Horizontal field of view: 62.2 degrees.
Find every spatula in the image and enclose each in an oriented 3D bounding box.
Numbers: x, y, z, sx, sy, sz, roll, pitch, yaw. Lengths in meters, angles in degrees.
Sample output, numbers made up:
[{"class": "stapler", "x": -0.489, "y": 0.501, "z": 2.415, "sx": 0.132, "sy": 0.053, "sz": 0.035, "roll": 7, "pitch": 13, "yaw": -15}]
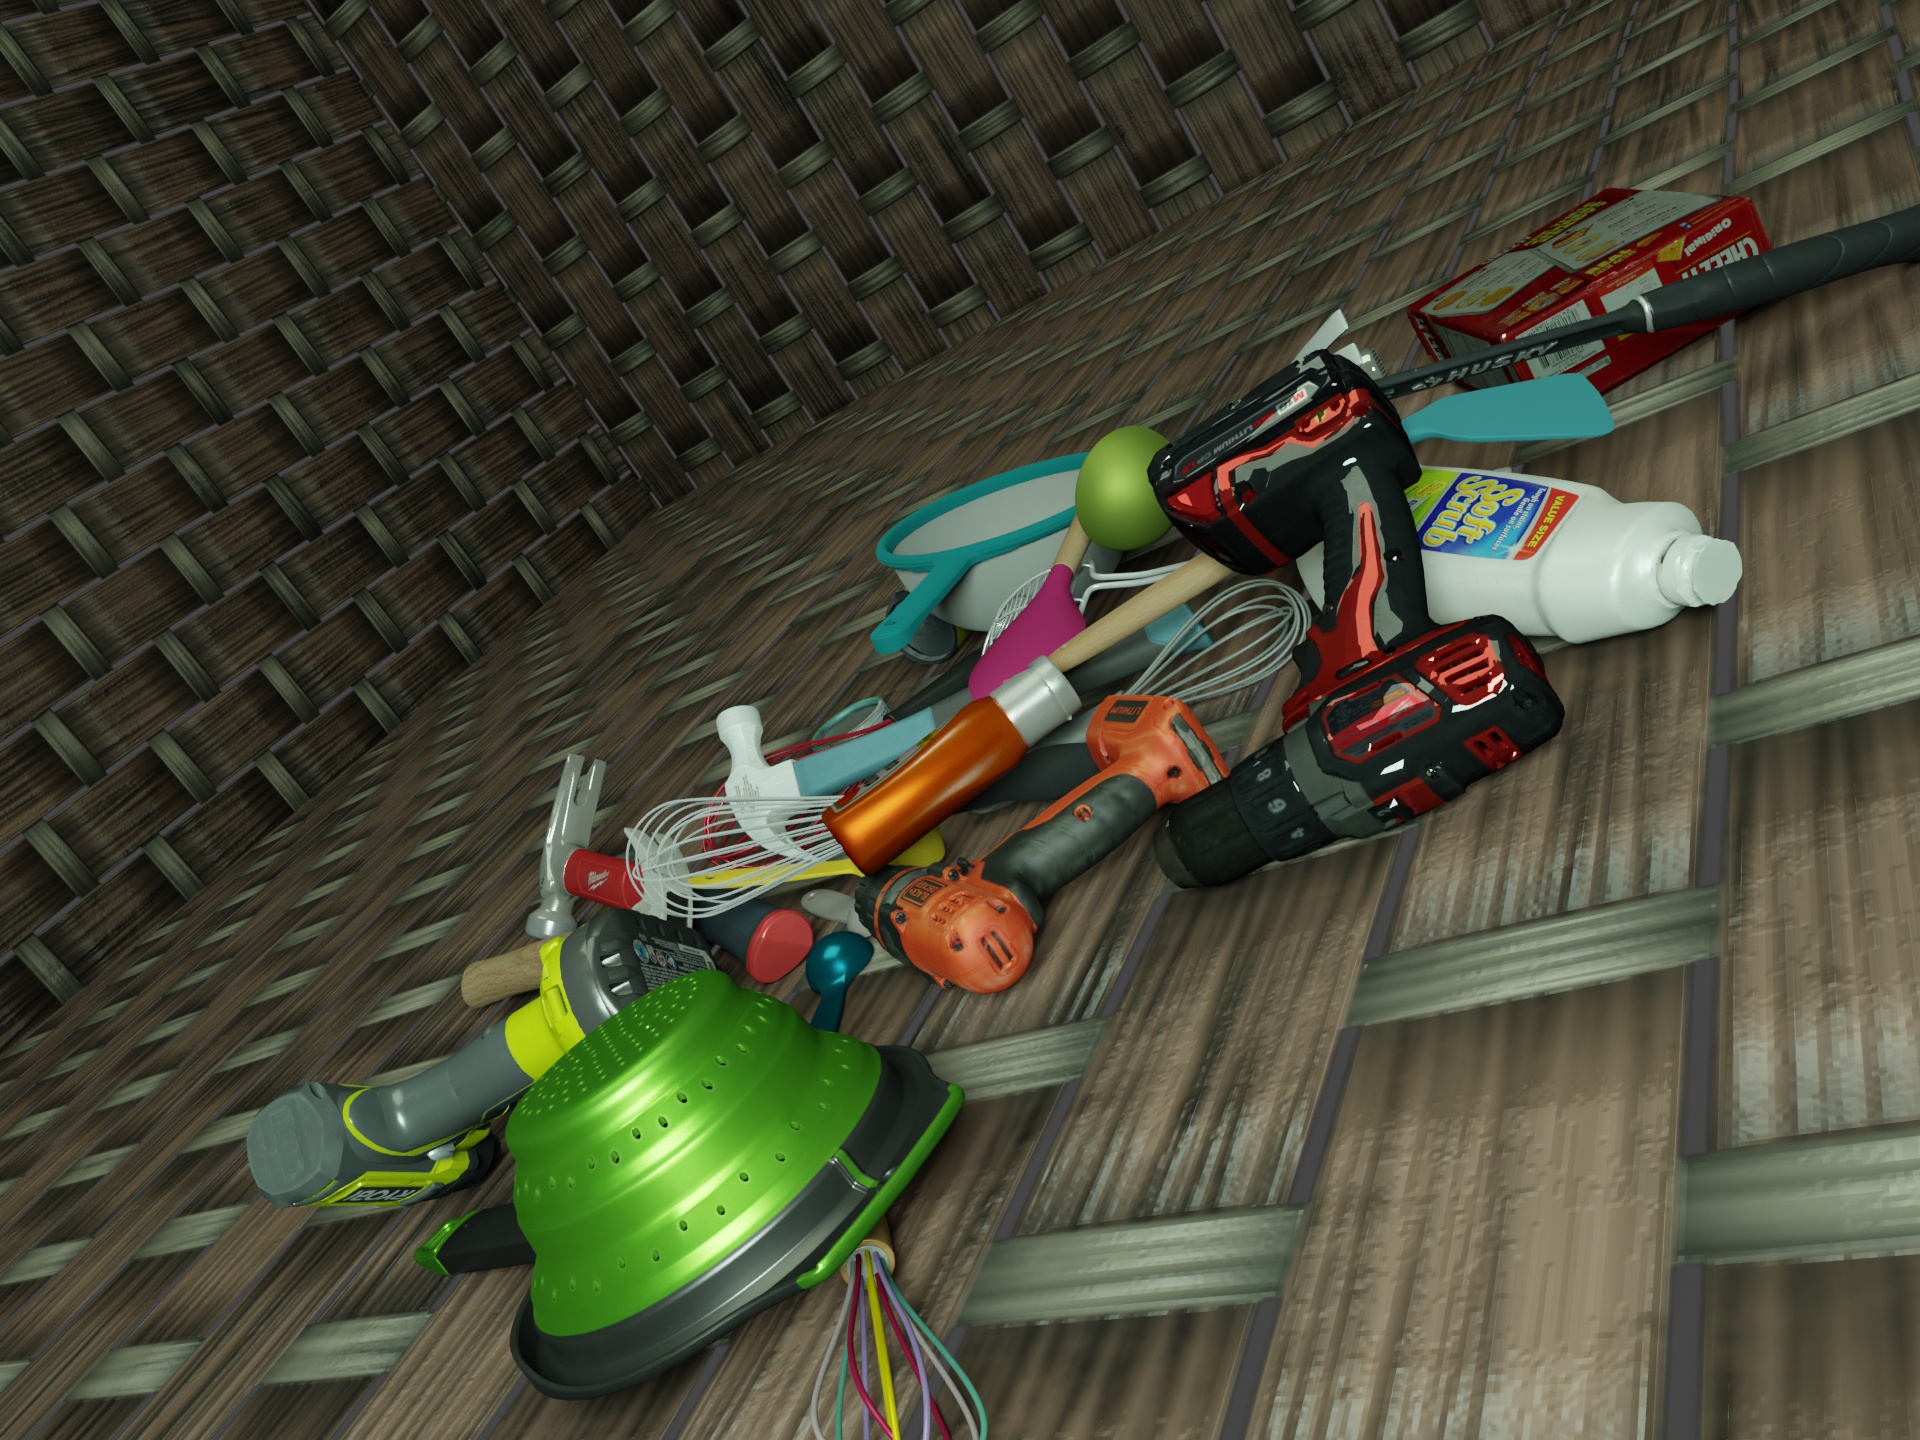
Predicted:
[{"class": "spatula", "x": 0.181, "y": -0.099, "z": 0.844, "sx": 0.317, "sy": 0.044, "sz": 0.082, "roll": -31, "pitch": 24, "yaw": 24}]

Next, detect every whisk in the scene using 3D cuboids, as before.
[{"class": "whisk", "x": -0.050, "y": 0.052, "z": 0.905, "sx": 0.284, "sy": 0.070, "sz": 0.070, "roll": -14, "pitch": 18, "yaw": -2}, {"class": "whisk", "x": -0.031, "y": 0.208, "z": 0.584, "sx": 0.051, "sy": 0.047, "sz": 0.245, "roll": -35, "pitch": 14, "yaw": -1}, {"class": "whisk", "x": 0.096, "y": -0.009, "z": 0.927, "sx": 0.239, "sy": 0.055, "sz": 0.055, "roll": -32, "pitch": 17, "yaw": 18}, {"class": "whisk", "x": -0.063, "y": 0.015, "z": 1.133, "sx": 0.296, "sy": 0.073, "sz": 0.073, "roll": -35, "pitch": 16, "yaw": -26}]

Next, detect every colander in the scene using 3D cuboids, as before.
[{"class": "colander", "x": -0.173, "y": 0.196, "z": 0.720, "sx": 0.397, "sy": 0.094, "sz": 0.204, "roll": -25, "pitch": 14, "yaw": 43}]

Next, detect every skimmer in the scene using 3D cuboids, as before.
[{"class": "skimmer", "x": 0.171, "y": -0.078, "z": 1.007, "sx": 0.363, "sy": 0.090, "sz": 0.127, "roll": -13, "pitch": 36, "yaw": 25}]

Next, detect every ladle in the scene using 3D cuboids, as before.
[{"class": "ladle", "x": 0.143, "y": -0.162, "z": 1.099, "sx": 0.062, "sy": 0.078, "sz": 0.320, "roll": 15, "pitch": 13, "yaw": 14}]

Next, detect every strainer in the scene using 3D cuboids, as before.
[{"class": "strainer", "x": 0.025, "y": -0.098, "z": 1.178, "sx": 0.211, "sy": 0.095, "sz": 0.340, "roll": -9, "pitch": 24, "yaw": 28}]

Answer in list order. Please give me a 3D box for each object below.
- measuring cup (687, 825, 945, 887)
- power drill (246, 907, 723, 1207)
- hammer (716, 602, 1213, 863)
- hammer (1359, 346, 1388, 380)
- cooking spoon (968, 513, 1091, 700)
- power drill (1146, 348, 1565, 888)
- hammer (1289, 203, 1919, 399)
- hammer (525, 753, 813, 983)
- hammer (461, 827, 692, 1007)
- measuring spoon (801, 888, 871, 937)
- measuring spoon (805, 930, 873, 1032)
[{"class": "measuring cup", "x": -0.088, "y": 0.077, "z": 0.952, "sx": 0.156, "sy": 0.029, "sz": 0.062, "roll": -7, "pitch": 19, "yaw": 0}, {"class": "power drill", "x": -0.236, "y": 0.191, "z": 0.851, "sx": 0.223, "sy": 0.080, "sz": 0.171, "roll": -29, "pitch": -23, "yaw": 10}, {"class": "hammer", "x": -0.002, "y": -0.003, "z": 0.998, "sx": 0.331, "sy": 0.128, "sz": 0.033, "roll": -23, "pitch": -24, "yaw": 17}, {"class": "hammer", "x": 0.212, "y": -0.184, "z": 1.103, "sx": 0.146, "sy": 0.038, "sz": 0.411, "roll": -26, "pitch": 9, "yaw": 26}, {"class": "cooking spoon", "x": 0.071, "y": -0.109, "z": 1.024, "sx": 0.069, "sy": 0.017, "sz": 0.319, "roll": -9, "pitch": 33, "yaw": 28}, {"class": "power drill", "x": 0.155, "y": -0.041, "z": 0.743, "sx": 0.188, "sy": 0.080, "sz": 0.227, "roll": -32, "pitch": 49, "yaw": 26}, {"class": "hammer", "x": 0.351, "y": -0.216, "z": 0.852, "sx": 0.409, "sy": 0.036, "sz": 0.149, "roll": -17, "pitch": -15, "yaw": -4}, {"class": "hammer", "x": -0.203, "y": 0.103, "z": 1.075, "sx": 0.386, "sy": 0.038, "sz": 0.143, "roll": 3, "pitch": 80, "yaw": 56}, {"class": "hammer", "x": -0.268, "y": 0.157, "z": 1.081, "sx": 0.331, "sy": 0.031, "sz": 0.130, "roll": -22, "pitch": 59, "yaw": 50}, {"class": "measuring spoon", "x": -0.073, "y": 0.109, "z": 0.958, "sx": 0.034, "sy": 0.018, "sz": 0.124, "roll": -40, "pitch": 18, "yaw": -21}, {"class": "measuring spoon", "x": -0.075, "y": 0.148, "z": 0.851, "sx": 0.042, "sy": 0.021, "sz": 0.129, "roll": -28, "pitch": 17, "yaw": 16}]
